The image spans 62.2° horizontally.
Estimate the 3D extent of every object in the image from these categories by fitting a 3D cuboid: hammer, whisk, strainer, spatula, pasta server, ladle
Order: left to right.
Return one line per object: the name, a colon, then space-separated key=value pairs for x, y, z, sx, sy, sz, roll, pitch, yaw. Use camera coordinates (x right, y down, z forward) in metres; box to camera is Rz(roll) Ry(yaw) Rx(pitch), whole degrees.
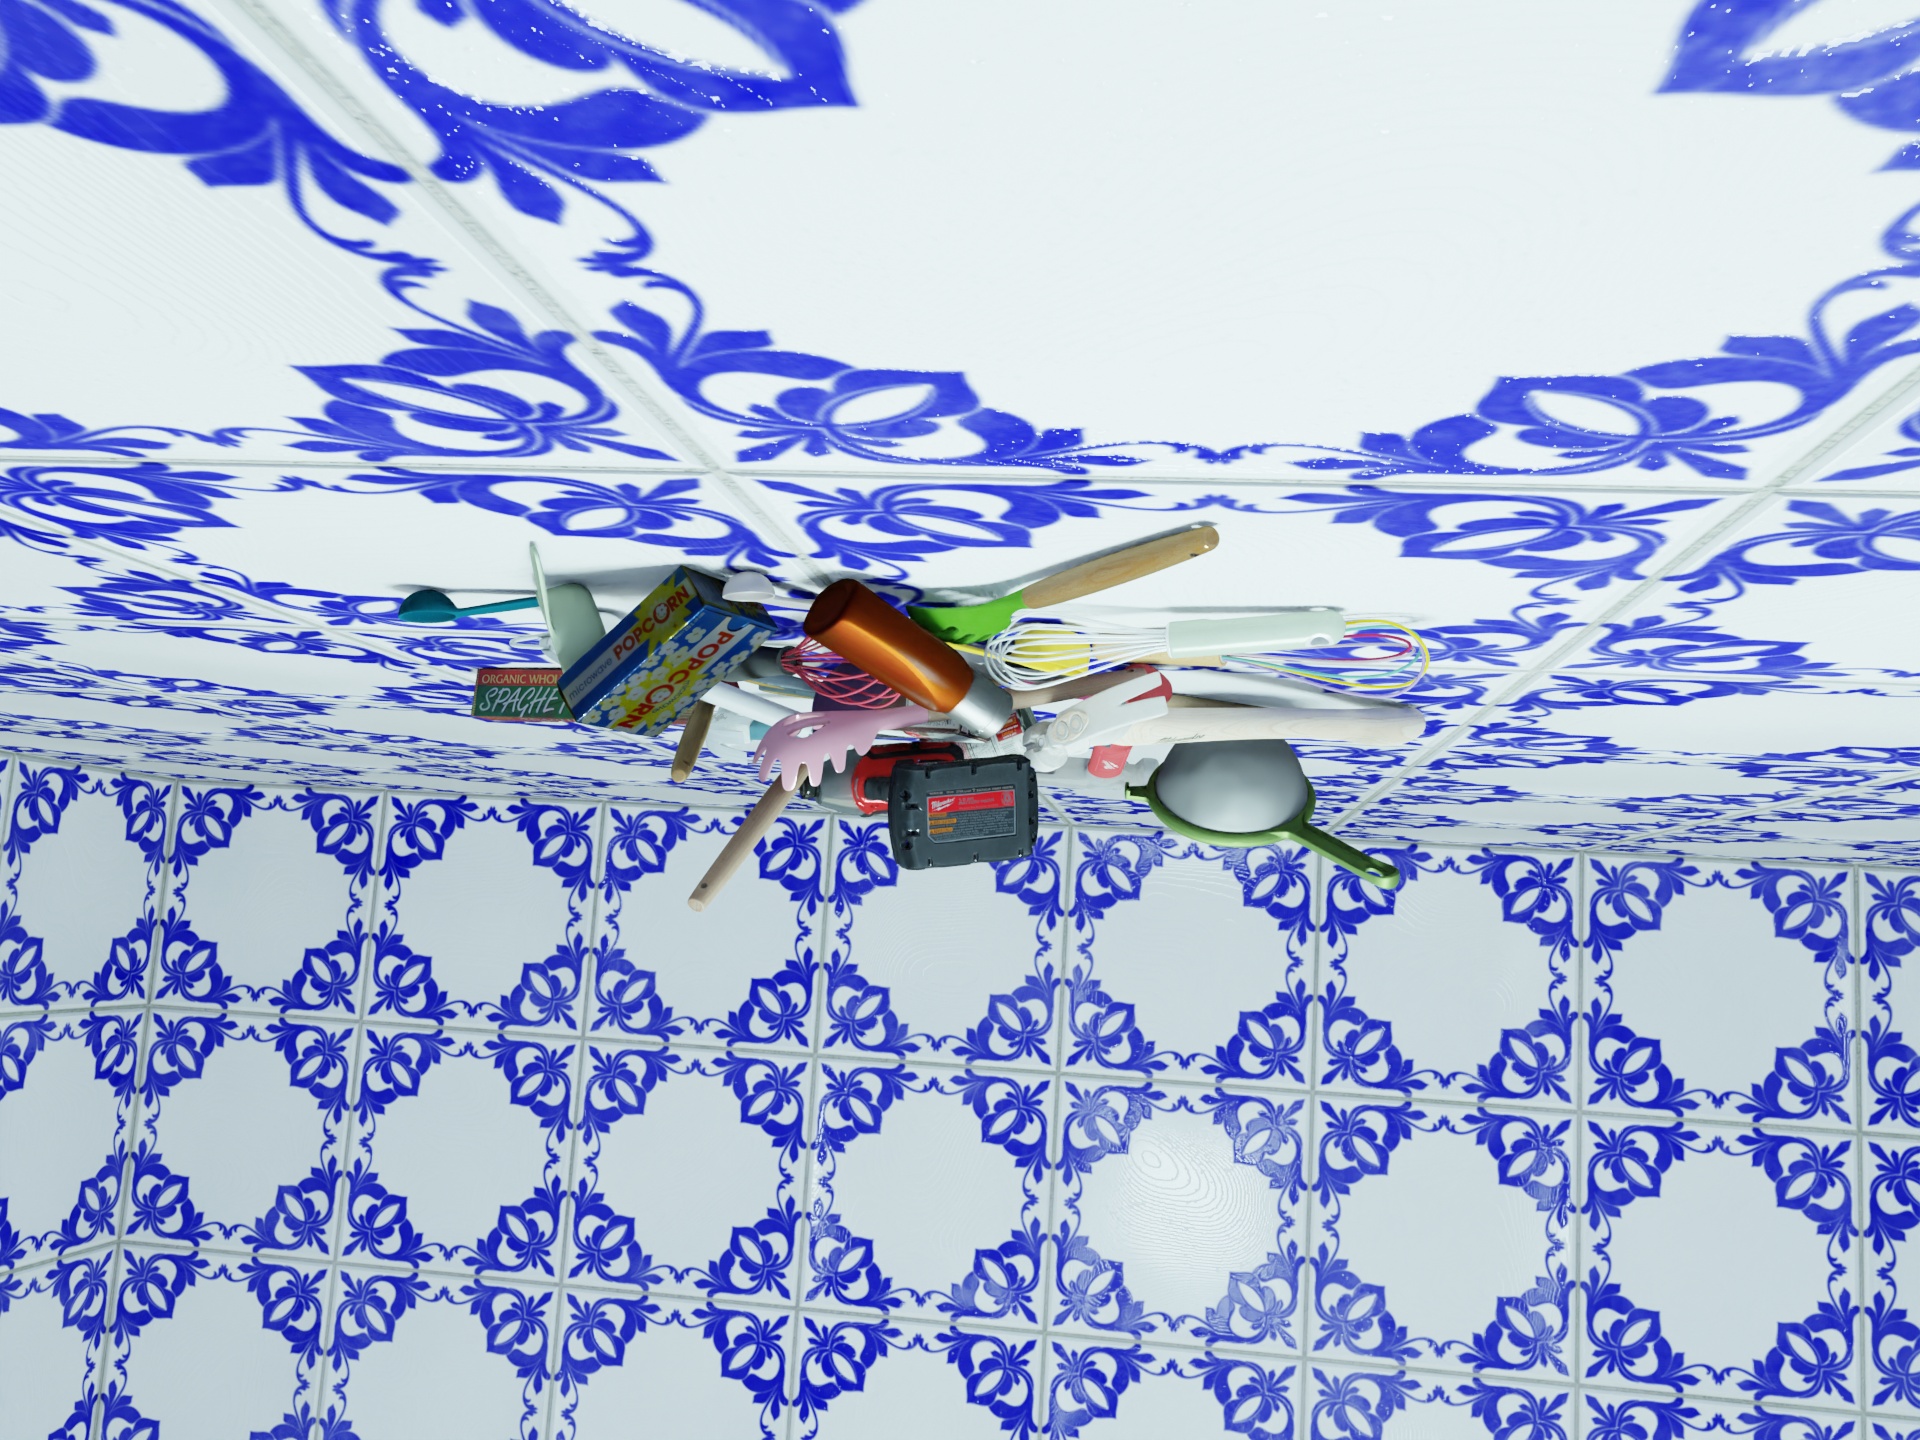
strainer: x=-0.215 y=-0.034 z=1.230 sx=0.258 sy=0.050 sz=0.087 roll=22 pitch=-162 yaw=-22
ladle: x=-0.207 y=-0.004 z=1.262 sx=0.069 sy=0.031 sz=0.315 roll=38 pitch=-170 yaw=-13
spatula: x=-0.121 y=0.034 z=1.183 sx=0.060 sy=0.018 sz=0.316 roll=8 pitch=-142 yaw=21
whisk: x=-0.121 y=-0.045 z=1.216 sx=0.073 sy=0.073 sz=0.296 roll=9 pitch=176 yaw=-34
hammer: x=-0.094 y=0.005 z=1.577 sx=0.331 sy=0.033 sz=0.128 roll=-2 pitch=-163 yaw=8
pasta server: x=-0.002 y=-0.004 z=1.201 sx=0.316 sy=0.040 sz=0.060 roll=-10 pitch=-141 yaw=-20
hammer: x=0.005 y=-0.029 z=1.376 sx=0.130 sy=0.031 sz=0.331 roll=6 pitch=173 yaw=-15
hammer: x=0.127 y=0.013 z=1.452 sx=0.143 sy=0.038 sz=0.386 roll=4 pitch=167 yaw=2
whisk: x=0.134 y=-0.054 z=1.073 sx=0.246 sy=0.059 sz=0.057 roll=-4 pitch=155 yaw=16
whisk: x=0.204 y=-0.051 z=1.107 sx=0.245 sy=0.051 sz=0.047 roll=4 pitch=153 yaw=32
hammer: x=0.250 y=0.000 z=1.301 sx=0.410 sy=0.038 sz=0.146 roll=0 pitch=163 yaw=-38
strainer: x=0.274 y=0.063 z=1.373 sx=0.151 sy=0.069 sz=0.257 roll=-24 pitch=-143 yaw=-31

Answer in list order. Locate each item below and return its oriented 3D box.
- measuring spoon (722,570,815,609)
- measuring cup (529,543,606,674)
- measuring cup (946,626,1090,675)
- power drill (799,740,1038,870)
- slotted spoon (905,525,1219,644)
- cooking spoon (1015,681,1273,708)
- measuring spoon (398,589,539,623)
measuring spoon: x=-0.118 y=-0.087 z=1.073 sx=0.034 sy=0.018 sz=0.124 roll=-5 pitch=177 yaw=26
measuring cup: x=-0.261 y=-0.077 z=1.065 sx=0.038 sy=0.083 sz=0.167 roll=-19 pitch=160 yaw=-15
measuring cup: x=0.022 y=-0.062 z=1.174 sx=0.156 sy=0.029 sz=0.062 roll=13 pitch=176 yaw=19
power drill: x=-0.037 y=0.058 z=1.269 sx=0.143 sy=0.078 sz=0.220 roll=-4 pitch=-173 yaw=-21
slotted spoon: x=0.056 y=-0.080 z=0.978 sx=0.070 sy=0.031 sz=0.314 roll=8 pitch=170 yaw=-29
cooking spoon: x=0.200 y=-0.015 z=1.441 sx=0.318 sy=0.017 sz=0.069 roll=7 pitch=172 yaw=-20
measuring spoon: x=-0.346 y=-0.090 z=1.156 sx=0.128 sy=0.021 sz=0.042 roll=-7 pitch=172 yaw=7
